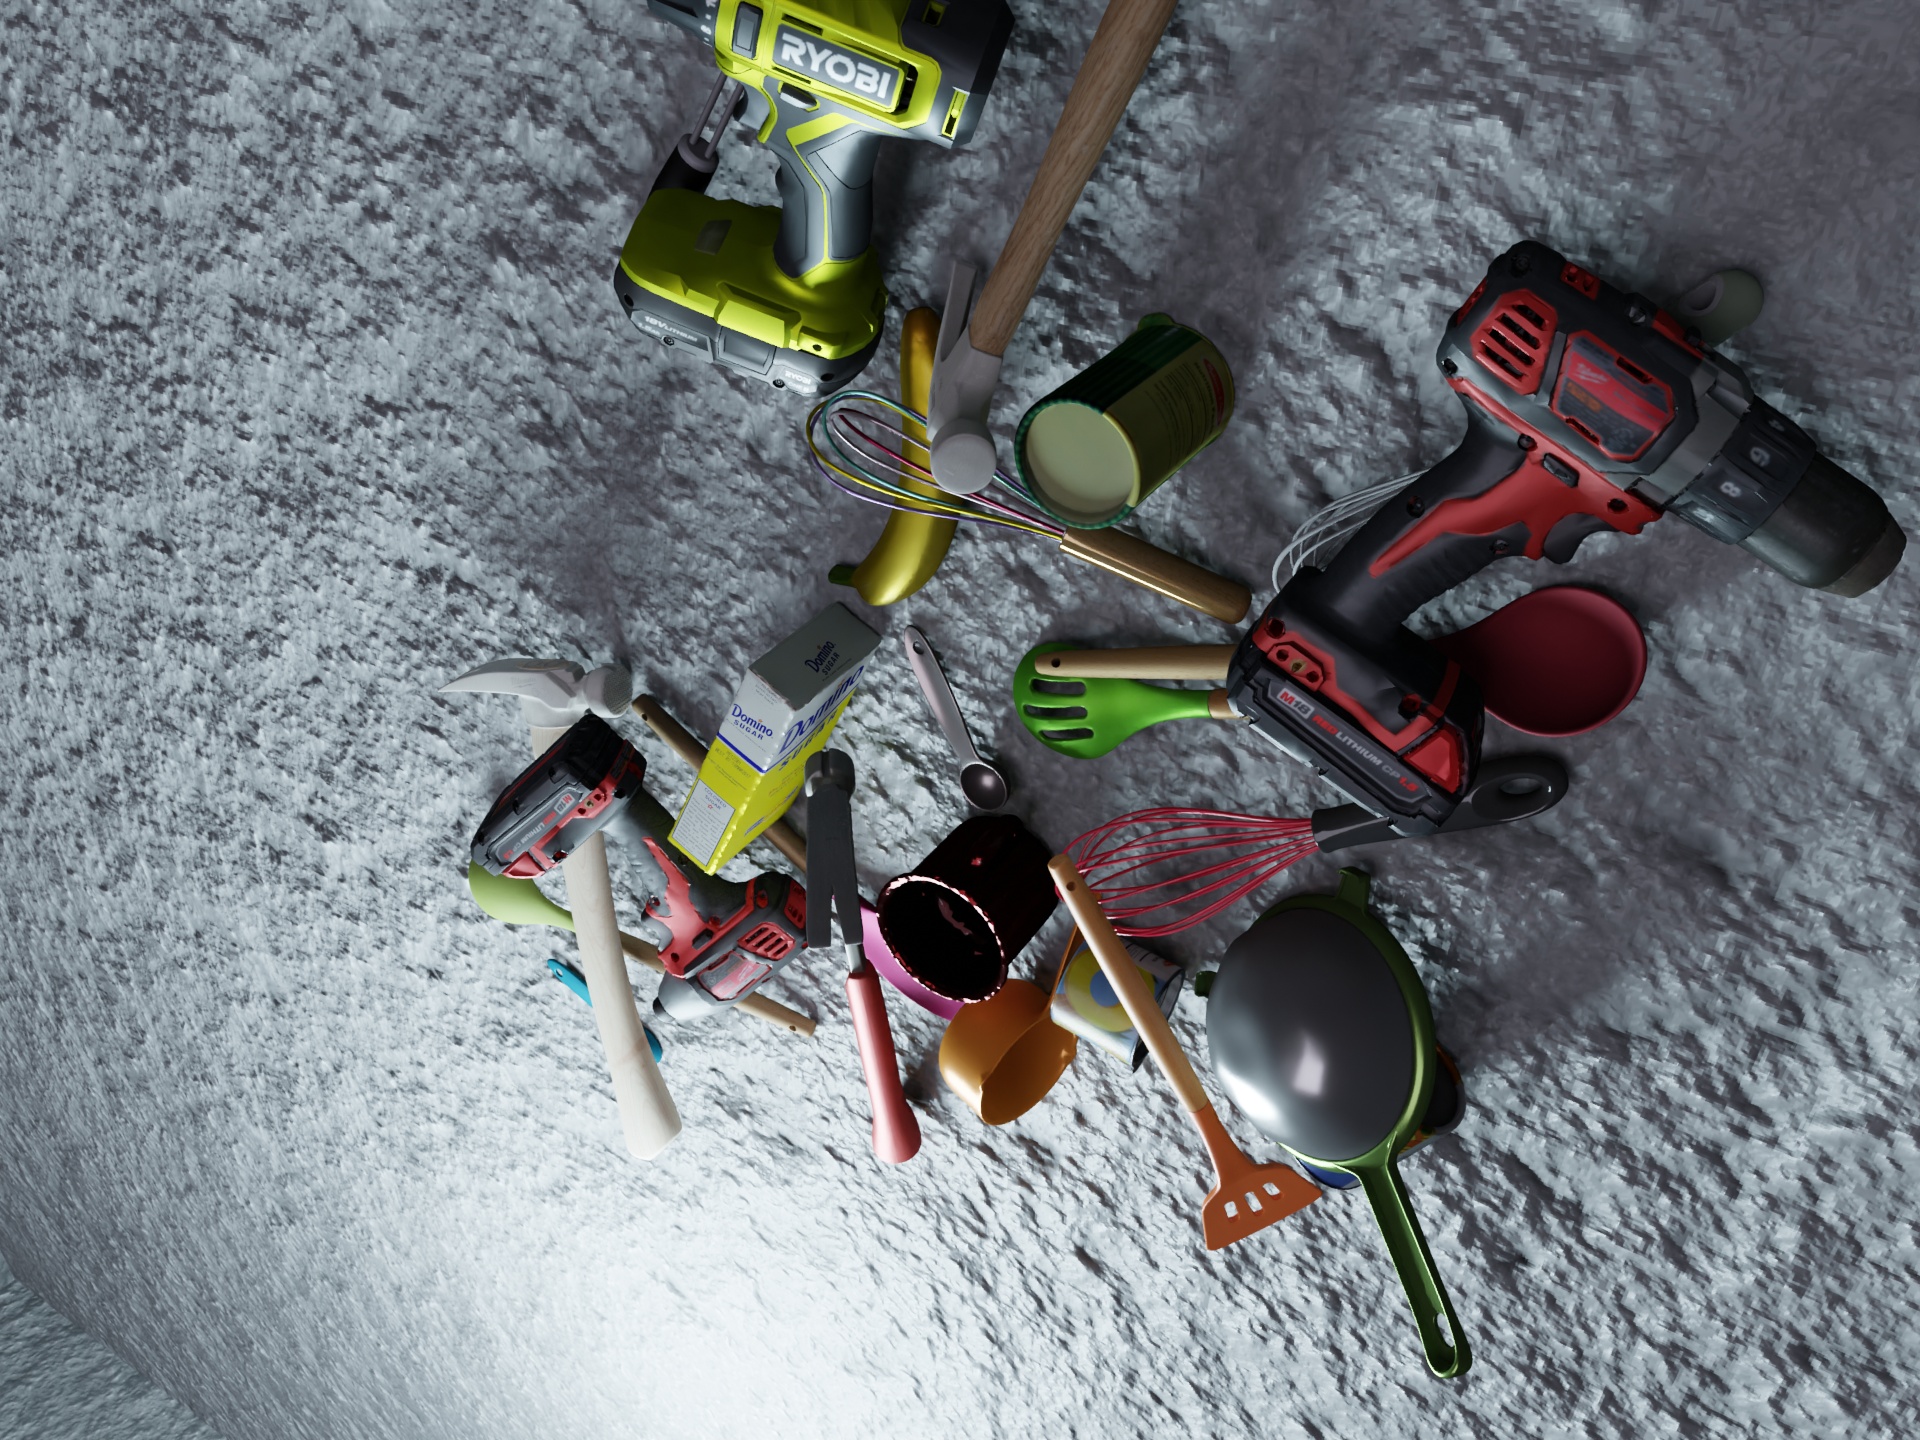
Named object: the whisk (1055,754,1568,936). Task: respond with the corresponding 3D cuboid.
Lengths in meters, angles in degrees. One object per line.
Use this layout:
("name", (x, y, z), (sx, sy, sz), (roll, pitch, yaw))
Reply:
("whisk", (0.175, 0.063, 0.845), (0.296, 0.073, 0.073), (-18, 107, 35))

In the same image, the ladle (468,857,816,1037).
("ladle", (-0.249, 0.169, 1.239), (0.320, 0.062, 0.078), (21, 125, 15))

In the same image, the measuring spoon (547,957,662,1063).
("measuring spoon", (-0.305, 0.248, 1.335), (0.128, 0.021, 0.042), (41, 134, 5))

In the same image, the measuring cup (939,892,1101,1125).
("measuring cup", (0.041, 0.171, 1.007), (0.052, 0.095, 0.173), (33, 113, 36))

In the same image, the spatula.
("spatula", (0.124, 0.199, 0.920), (0.081, 0.041, 0.322), (-28, 114, 4))

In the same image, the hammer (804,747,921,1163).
("hammer", (-0.061, 0.192, 1.042), (0.036, 0.149, 0.358), (-7, 134, 0))

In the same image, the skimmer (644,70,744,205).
("skimmer", (-0.091, -0.333, 0.793), (0.127, 0.090, 0.363), (47, 145, -3))

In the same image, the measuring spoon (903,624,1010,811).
("measuring spoon", (-0.002, -0.003, 0.959), (0.034, 0.018, 0.124), (-19, 99, 41))

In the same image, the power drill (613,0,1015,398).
("power drill", (-0.095, -0.268, 0.737), (0.190, 0.080, 0.228), (20, 149, -6))

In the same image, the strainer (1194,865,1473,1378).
("strainer", (0.190, 0.215, 0.831), (0.151, 0.069, 0.257), (-48, 51, 45))

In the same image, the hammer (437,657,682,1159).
("hammer", (-0.281, 0.149, 1.191), (0.146, 0.038, 0.410), (2, 113, 22))

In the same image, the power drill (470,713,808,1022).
("power drill", (-0.218, 0.114, 1.097), (0.143, 0.079, 0.219), (-40, 108, 20))

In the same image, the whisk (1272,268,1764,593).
("whisk", (0.234, -0.114, 0.694), (0.059, 0.058, 0.246), (26, 138, -28))

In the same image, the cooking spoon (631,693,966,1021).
("cooking spoon", (-0.108, 0.092, 1.092), (0.319, 0.017, 0.068), (43, 139, 4))

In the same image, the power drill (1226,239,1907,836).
("power drill", (0.237, -0.056, 0.653), (0.188, 0.080, 0.226), (36, 124, 5))

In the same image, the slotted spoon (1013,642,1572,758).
("slotted spoon", (0.155, -0.011, 0.828), (0.314, 0.031, 0.070), (-1, 111, 35))

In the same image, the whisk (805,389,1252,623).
("whisk", (0.036, -0.110, 0.811), (0.245, 0.047, 0.051), (24, 122, 1))

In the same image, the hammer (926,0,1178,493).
("hammer", (0.057, -0.265, 0.689), (0.031, 0.130, 0.331), (18, 124, -16))

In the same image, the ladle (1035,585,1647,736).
("ladle", (0.174, -0.028, 0.787), (0.315, 0.031, 0.069), (1, 84, 34))
